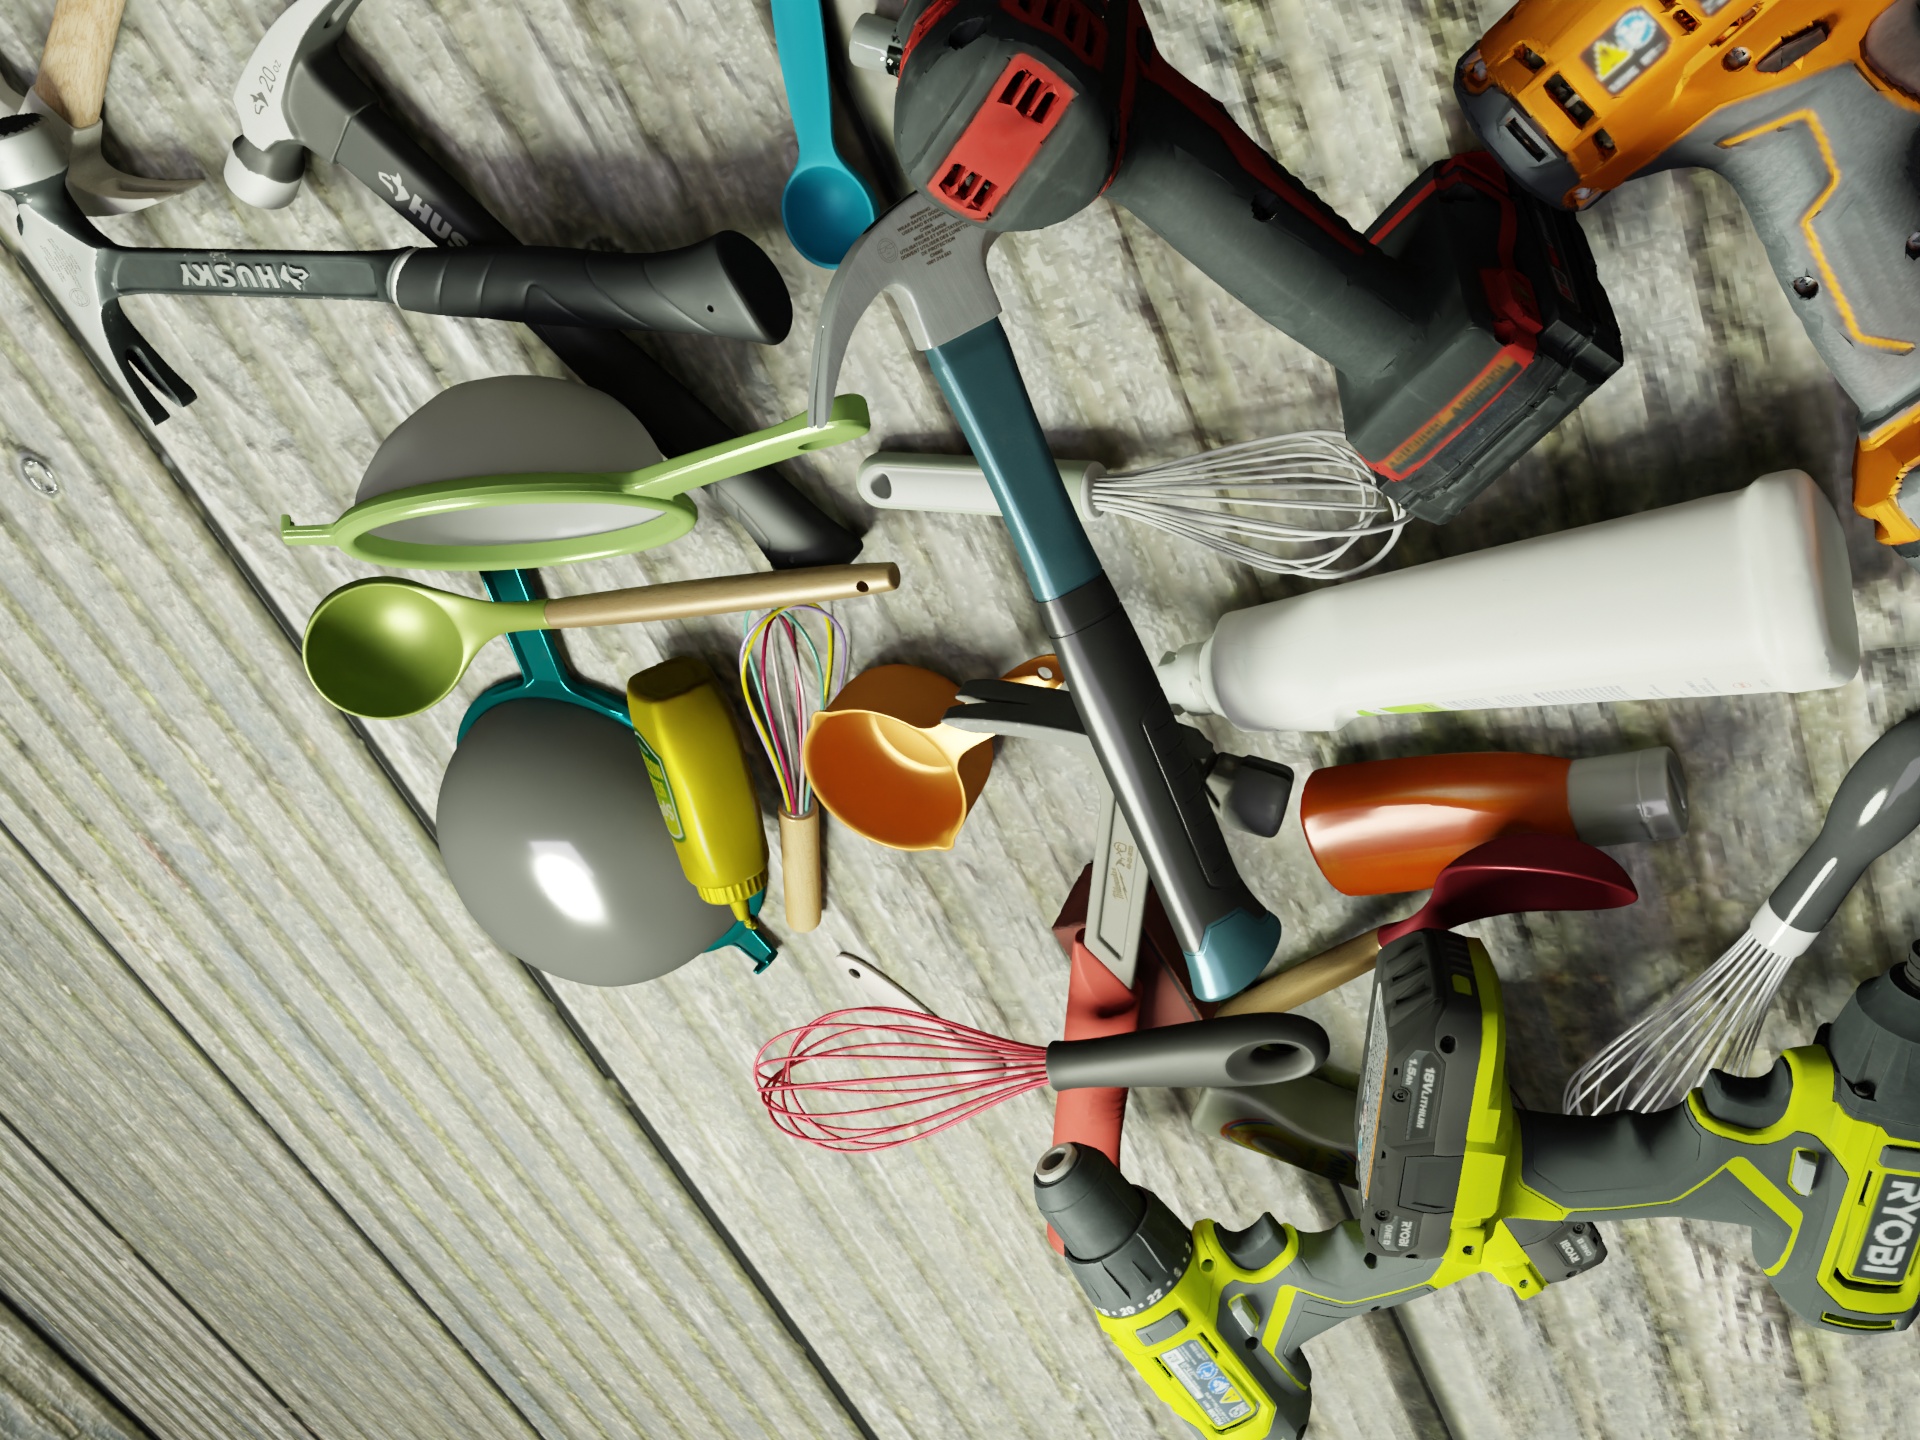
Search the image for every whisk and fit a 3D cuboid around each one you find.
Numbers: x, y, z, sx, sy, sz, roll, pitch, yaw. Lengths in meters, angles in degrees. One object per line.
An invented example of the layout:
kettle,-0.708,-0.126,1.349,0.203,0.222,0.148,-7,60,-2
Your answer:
whisk,0.027,0.163,0.747,0.296,0.073,0.073,-10,121,25
whisk,-0.090,0.031,0.838,0.051,0.047,0.244,17,136,14
whisk,0.062,-0.092,0.647,0.246,0.059,0.057,8,118,29
whisk,0.328,0.107,0.663,0.070,0.070,0.284,23,129,10

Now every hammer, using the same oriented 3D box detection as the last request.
hammer,0.048,-0.040,0.599,0.330,0.128,0.033,65,172,-17
hammer,-0.257,-0.190,0.700,0.409,0.036,0.149,9,133,23
hammer,0.060,0.141,0.772,0.149,0.037,0.358,16,130,16
hammer,-0.360,-0.344,0.678,0.130,0.031,0.331,43,134,-9
hammer,-0.175,-0.182,0.710,0.334,0.035,0.146,42,135,-9

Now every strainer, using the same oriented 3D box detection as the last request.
strainer,-0.236,0.035,0.883,0.211,0.095,0.340,8,131,24
strainer,-0.147,-0.118,0.654,0.256,0.151,0.069,-10,85,31

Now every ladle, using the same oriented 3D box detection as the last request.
ladle,0.182,0.109,0.725,0.069,0.031,0.315,17,151,-16
ladle,-0.177,-0.046,0.756,0.320,0.062,0.078,-4,128,24

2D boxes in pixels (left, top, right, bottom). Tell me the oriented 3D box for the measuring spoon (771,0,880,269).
measuring spoon,-0.053,-0.240,0.611,0.042,0.021,0.128,7,120,25

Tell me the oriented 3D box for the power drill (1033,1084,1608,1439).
power drill,0.165,0.239,0.761,0.228,0.080,0.190,-33,105,13

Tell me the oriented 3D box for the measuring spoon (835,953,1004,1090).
measuring spoon,-0.027,0.181,0.945,0.124,0.018,0.034,38,135,-4

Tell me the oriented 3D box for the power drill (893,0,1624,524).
power drill,0.085,-0.180,0.496,0.226,0.188,0.080,26,133,-19

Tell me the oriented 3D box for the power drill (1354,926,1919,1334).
power drill,0.278,0.153,0.630,0.223,0.080,0.171,4,117,8

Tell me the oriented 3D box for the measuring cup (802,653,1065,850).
measuring cup,-0.001,-0.002,0.754,0.095,0.052,0.173,46,132,-12

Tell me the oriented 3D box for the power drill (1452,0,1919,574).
power drill,0.275,-0.160,0.448,0.226,0.084,0.164,44,134,-6
